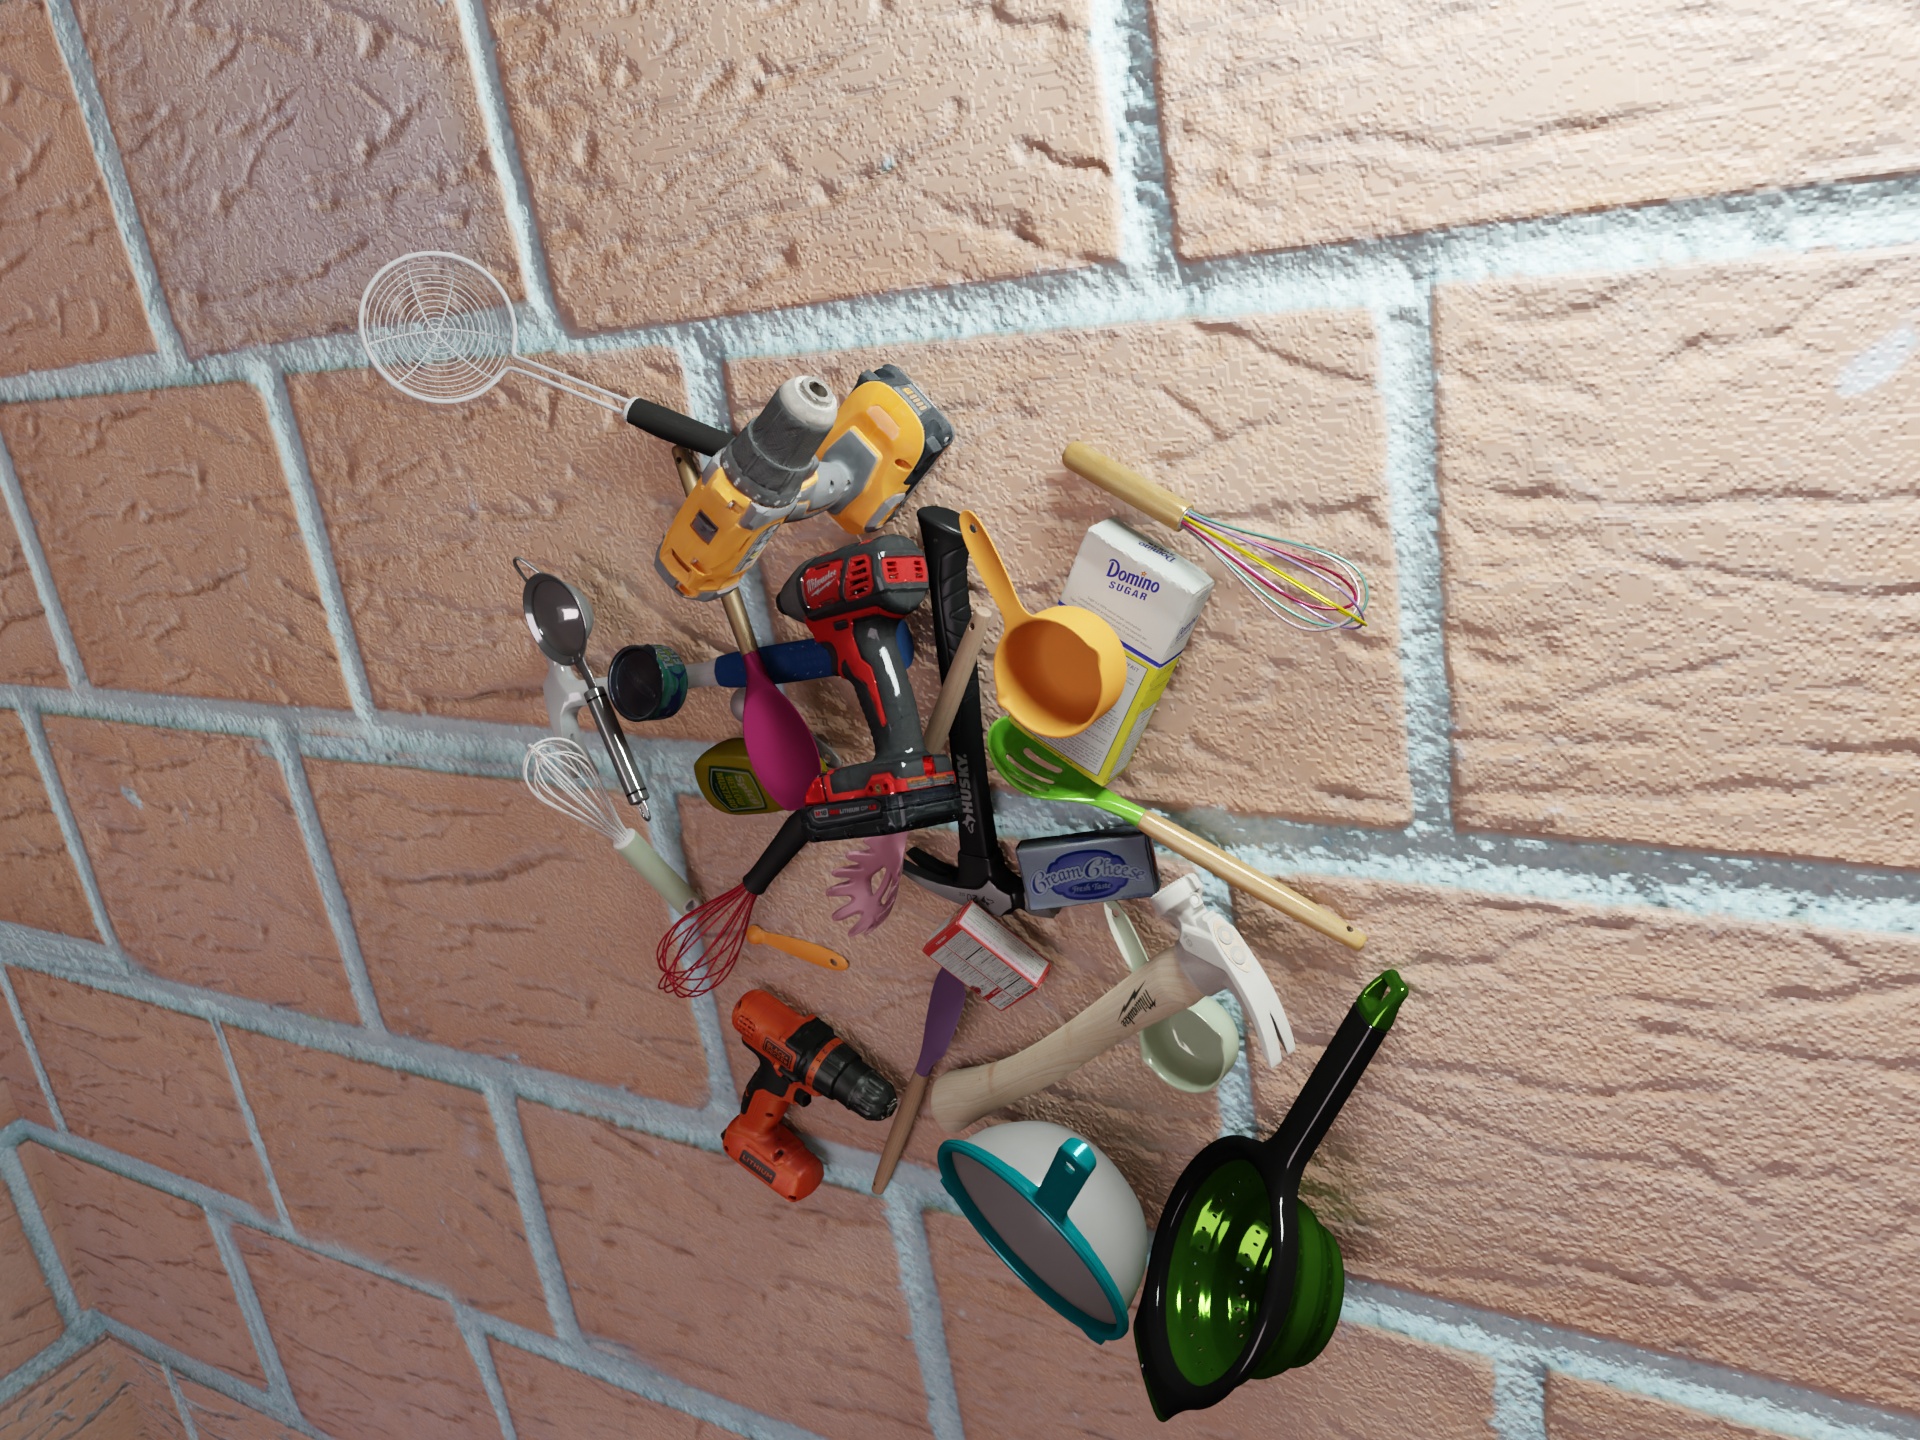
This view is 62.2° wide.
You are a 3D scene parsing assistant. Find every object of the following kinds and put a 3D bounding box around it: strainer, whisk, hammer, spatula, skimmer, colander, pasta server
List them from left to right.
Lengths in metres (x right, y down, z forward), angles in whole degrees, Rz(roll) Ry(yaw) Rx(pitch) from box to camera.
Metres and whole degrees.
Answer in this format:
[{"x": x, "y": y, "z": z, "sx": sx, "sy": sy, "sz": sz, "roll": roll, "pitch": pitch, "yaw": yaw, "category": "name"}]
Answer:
[{"x": -0.333, "y": -0.285, "z": 1.314, "sx": 0.363, "sy": 0.090, "sz": 0.127, "roll": 24, "pitch": 88, "yaw": 21, "category": "skimmer"}, {"x": -0.323, "y": -0.030, "z": 1.397, "sx": 0.087, "sy": 0.050, "sz": 0.258, "roll": -28, "pitch": 84, "yaw": 45, "category": "strainer"}, {"x": -0.314, "y": 0.103, "z": 1.456, "sx": 0.059, "sy": 0.058, "sz": 0.246, "roll": 22, "pitch": 155, "yaw": 52, "category": "whisk"}, {"x": -0.213, "y": -0.035, "z": 1.368, "sx": 0.405, "sy": 0.035, "sz": 0.144, "roll": -7, "pitch": 90, "yaw": 34, "category": "hammer"}, {"x": -0.197, "y": 0.161, "z": 1.445, "sx": 0.073, "sy": 0.073, "sz": 0.295, "roll": 46, "pitch": 122, "yaw": 8, "category": "whisk"}, {"x": -0.037, "y": 0.045, "z": 1.251, "sx": 0.060, "sy": 0.040, "sz": 0.316, "roll": 42, "pitch": 128, "yaw": 29, "category": "pasta server"}, {"x": -0.041, "y": 0.330, "z": 1.437, "sx": 0.060, "sy": 0.018, "sz": 0.315, "roll": -113, "pitch": 32, "yaw": -46, "category": "spatula"}, {"x": -0.002, "y": -0.004, "z": 1.252, "sx": 0.146, "sy": 0.035, "sz": 0.334, "roll": 6, "pitch": 114, "yaw": 32, "category": "hammer"}, {"x": 0.091, "y": 0.371, "z": 1.273, "sx": 0.211, "sy": 0.095, "sz": 0.340, "roll": 42, "pitch": 153, "yaw": 18, "category": "strainer"}, {"x": 0.097, "y": 0.266, "z": 1.272, "sx": 0.146, "sy": 0.038, "sz": 0.410, "roll": 58, "pitch": 138, "yaw": 10, "category": "hammer"}, {"x": 0.169, "y": -0.128, "z": 1.072, "sx": 0.245, "sy": 0.047, "sz": 0.051, "roll": 34, "pitch": 128, "yaw": 21, "category": "whisk"}, {"x": 0.262, "y": 0.363, "z": 1.201, "sx": 0.094, "sy": 0.205, "sz": 0.397, "roll": 20, "pitch": 110, "yaw": -14, "category": "colander"}]

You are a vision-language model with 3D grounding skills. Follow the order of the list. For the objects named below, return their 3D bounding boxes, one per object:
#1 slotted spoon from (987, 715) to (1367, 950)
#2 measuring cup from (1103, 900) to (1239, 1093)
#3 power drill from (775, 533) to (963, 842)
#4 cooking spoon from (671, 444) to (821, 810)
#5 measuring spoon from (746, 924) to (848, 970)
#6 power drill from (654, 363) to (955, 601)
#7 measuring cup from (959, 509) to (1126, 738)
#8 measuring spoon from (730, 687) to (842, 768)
[{"x": 0.155, "y": 0.087, "z": 1.174, "sx": 0.314, "sy": 0.070, "sz": 0.031, "roll": 29, "pitch": 136, "yaw": 12, "category": "slotted spoon"}, {"x": 0.160, "y": 0.207, "z": 1.240, "sx": 0.083, "sy": 0.038, "sz": 0.167, "roll": -29, "pitch": 86, "yaw": 42, "category": "measuring cup"}, {"x": -0.078, "y": -0.023, "z": 1.212, "sx": 0.143, "sy": 0.078, "sz": 0.220, "roll": -9, "pitch": 89, "yaw": 43, "category": "power drill"}, {"x": -0.180, "y": -0.079, "z": 1.307, "sx": 0.069, "sy": 0.017, "sz": 0.319, "roll": -23, "pitch": 84, "yaw": 32, "category": "cooking spoon"}, {"x": -0.153, "y": 0.213, "z": 1.471, "sx": 0.117, "sy": 0.011, "sz": 0.021, "roll": 13, "pitch": 118, "yaw": 30, "category": "measuring spoon"}, {"x": -0.097, "y": -0.183, "z": 1.109, "sx": 0.084, "sy": 0.226, "sz": 0.185, "roll": 48, "pitch": 129, "yaw": 6, "category": "power drill"}, {"x": 0.054, "y": -0.074, "z": 1.114, "sx": 0.095, "sy": 0.052, "sz": 0.173, "roll": -27, "pitch": 90, "yaw": 39, "category": "measuring cup"}, {"x": -0.153, "y": 0.010, "z": 1.372, "sx": 0.124, "sy": 0.018, "sz": 0.034, "roll": 31, "pitch": 125, "yaw": 22, "category": "measuring spoon"}]
